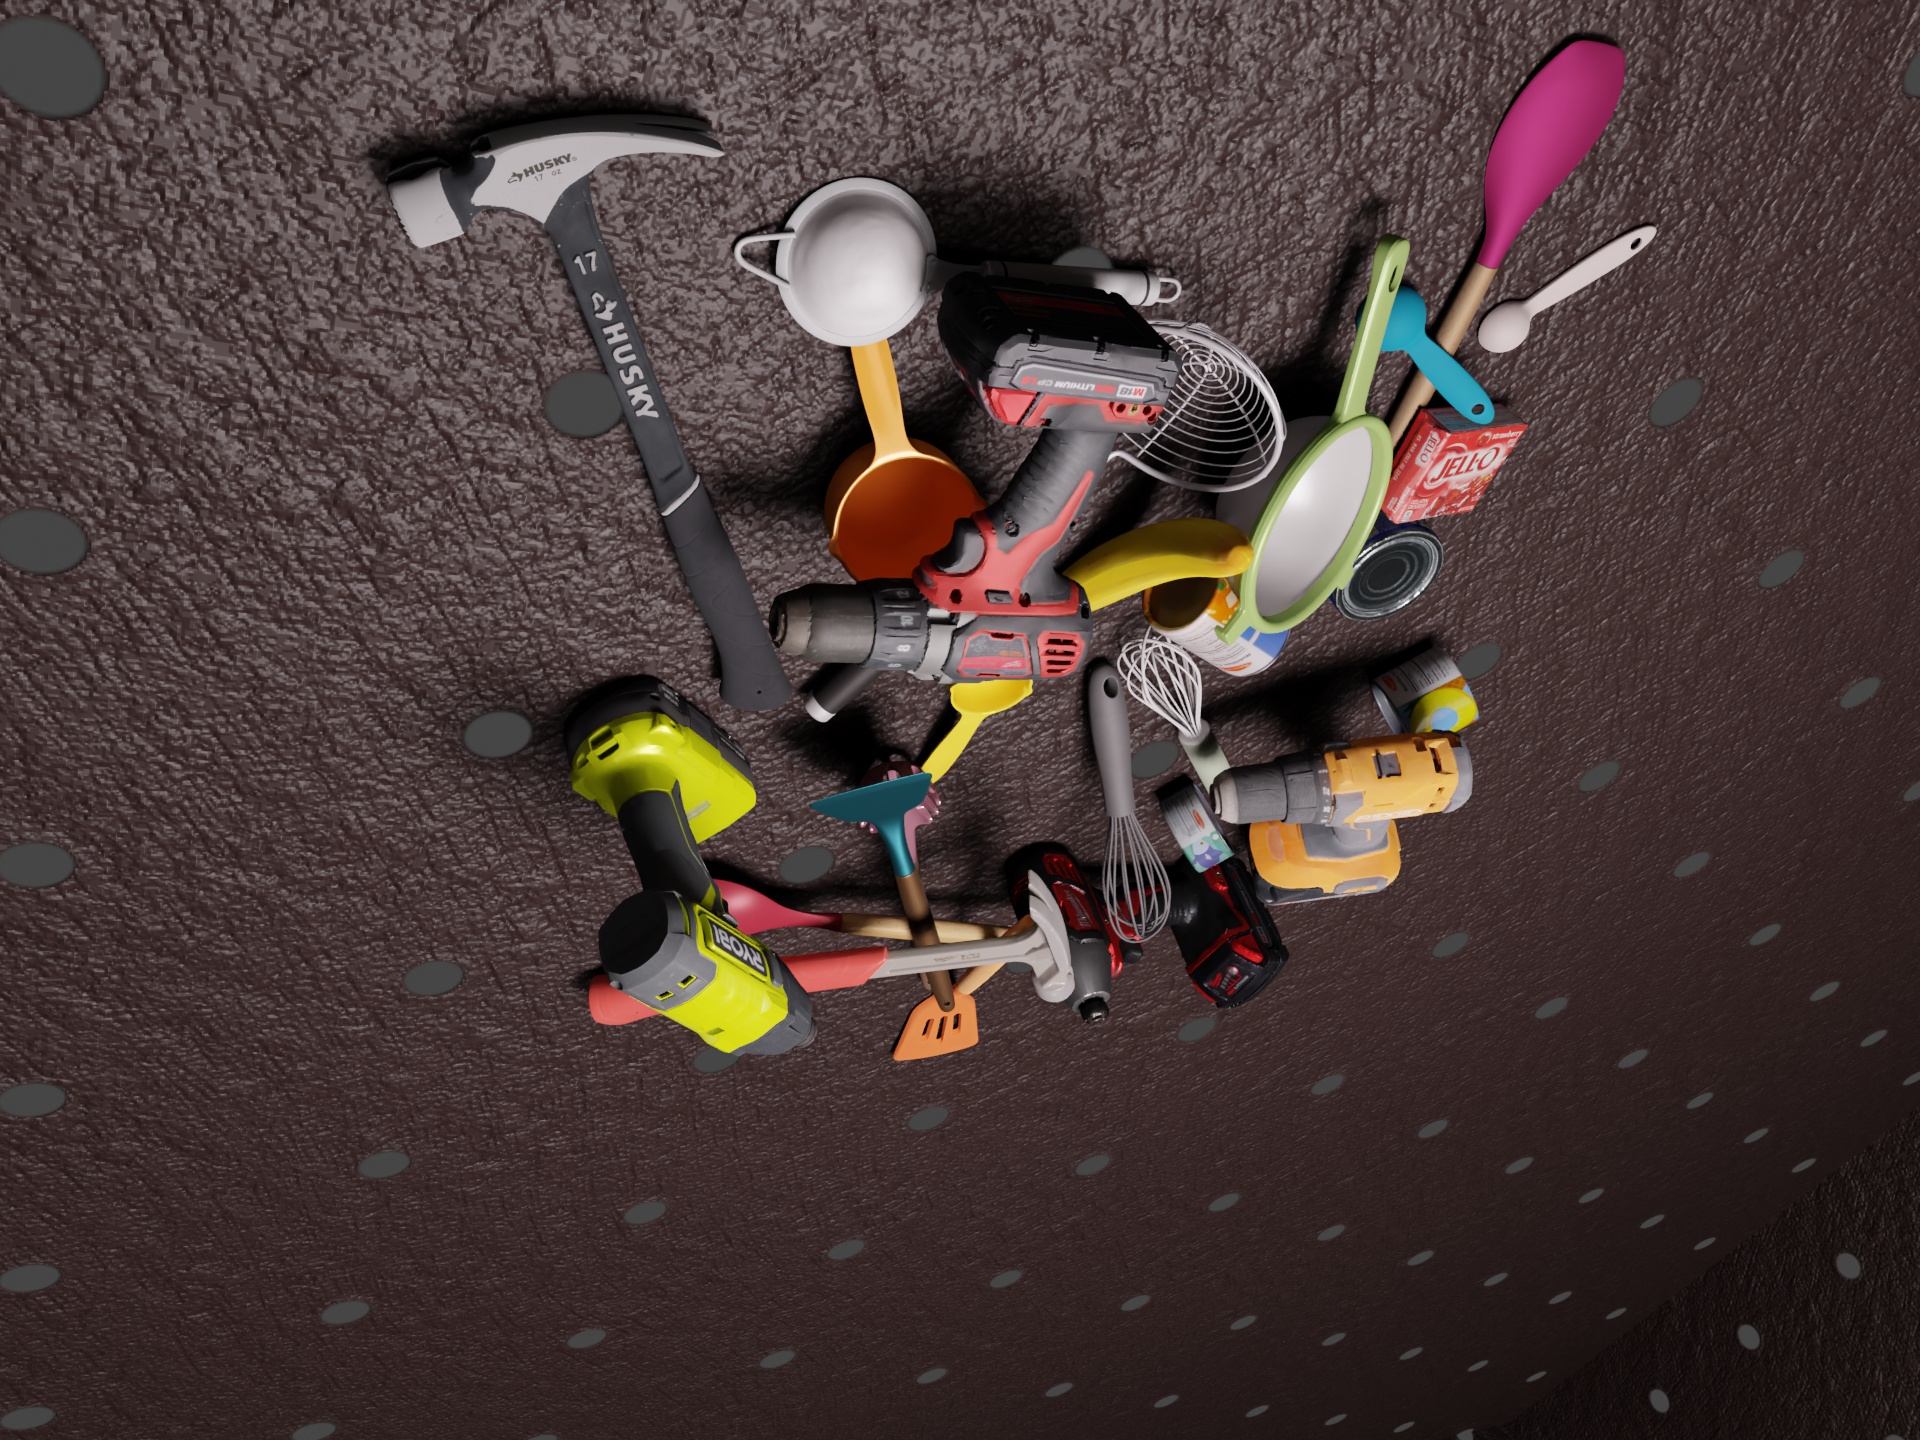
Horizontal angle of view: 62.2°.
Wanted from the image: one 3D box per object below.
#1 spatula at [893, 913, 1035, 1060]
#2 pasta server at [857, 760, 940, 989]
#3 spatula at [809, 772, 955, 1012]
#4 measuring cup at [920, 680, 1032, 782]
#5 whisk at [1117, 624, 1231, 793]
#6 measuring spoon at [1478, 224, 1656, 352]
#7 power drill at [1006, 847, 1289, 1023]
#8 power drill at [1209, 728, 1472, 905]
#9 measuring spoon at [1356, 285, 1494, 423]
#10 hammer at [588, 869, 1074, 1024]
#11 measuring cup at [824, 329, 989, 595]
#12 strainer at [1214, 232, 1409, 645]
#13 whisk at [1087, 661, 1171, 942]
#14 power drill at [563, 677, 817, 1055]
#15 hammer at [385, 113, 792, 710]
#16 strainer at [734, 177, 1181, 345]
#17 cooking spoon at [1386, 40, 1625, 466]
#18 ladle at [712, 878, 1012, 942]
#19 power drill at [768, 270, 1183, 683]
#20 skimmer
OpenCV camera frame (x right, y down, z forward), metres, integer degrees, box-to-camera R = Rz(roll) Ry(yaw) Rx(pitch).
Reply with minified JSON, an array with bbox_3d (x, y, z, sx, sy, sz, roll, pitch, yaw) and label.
[{"bbox_3d":[0.013,0.219,1.300,0.081,0.041,0.322,-7,158,-19],"label":"spatula"},{"bbox_3d":[-0.037,0.128,1.220,0.060,0.040,0.315,-9,140,-2],"label":"pasta server"},{"bbox_3d":[-0.036,0.132,1.151,0.082,0.044,0.317,-15,137,0],"label":"spatula"},{"bbox_3d":[-0.002,-0.004,1.110,0.062,0.029,0.156,2,146,-27],"label":"measuring cup"},{"bbox_3d":[0.171,0.003,1.181,0.058,0.059,0.246,2,153,25],"label":"whisk"},{"bbox_3d":[0.384,-0.270,0.999,0.124,0.018,0.034,-33,139,10],"label":"measuring spoon"},{"bbox_3d":[0.149,0.175,1.281,0.219,0.143,0.078,5,138,-33],"label":"power drill"},{"bbox_3d":[0.274,0.076,1.228,0.185,0.084,0.226,-7,158,-3],"label":"power drill"},{"bbox_3d":[0.294,-0.219,0.984,0.128,0.021,0.042,34,124,-29],"label":"measuring spoon"},{"bbox_3d":[-0.101,0.179,1.160,0.359,0.037,0.149,-8,144,9],"label":"hammer"},{"bbox_3d":[-0.043,-0.156,0.903,0.095,0.052,0.173,-16,119,-8],"label":"measuring cup"},{"bbox_3d":[0.211,-0.178,0.978,0.151,0.069,0.256,-25,137,-41],"label":"strainer"},{"bbox_3d":[0.121,0.063,1.174,0.055,0.055,0.238,-16,118,-9],"label":"whisk"},{"bbox_3d":[-0.163,0.096,0.978,0.080,0.223,0.171,-33,139,11],"label":"power drill"},{"bbox_3d":[-0.155,-0.142,0.869,0.149,0.036,0.408,-21,141,-5],"label":"hammer"},{"bbox_3d":[0.011,-0.236,0.843,0.258,0.050,0.086,-5,122,-26],"label":"strainer"},{"bbox_3d":[0.312,-0.258,0.977,0.068,0.017,0.318,0,135,-22],"label":"cooking spoon"},{"bbox_3d":[-0.070,0.155,1.209,0.315,0.031,0.069,9,143,-28],"label":"ladle"},{"bbox_3d":[0.005,-0.117,0.852,0.187,0.080,0.226,0,128,-25],"label":"power drill"},{"bbox_3d":[0.032,-0.101,0.960,0.363,0.090,0.127,-40,113,21],"label":"skimmer"}]
